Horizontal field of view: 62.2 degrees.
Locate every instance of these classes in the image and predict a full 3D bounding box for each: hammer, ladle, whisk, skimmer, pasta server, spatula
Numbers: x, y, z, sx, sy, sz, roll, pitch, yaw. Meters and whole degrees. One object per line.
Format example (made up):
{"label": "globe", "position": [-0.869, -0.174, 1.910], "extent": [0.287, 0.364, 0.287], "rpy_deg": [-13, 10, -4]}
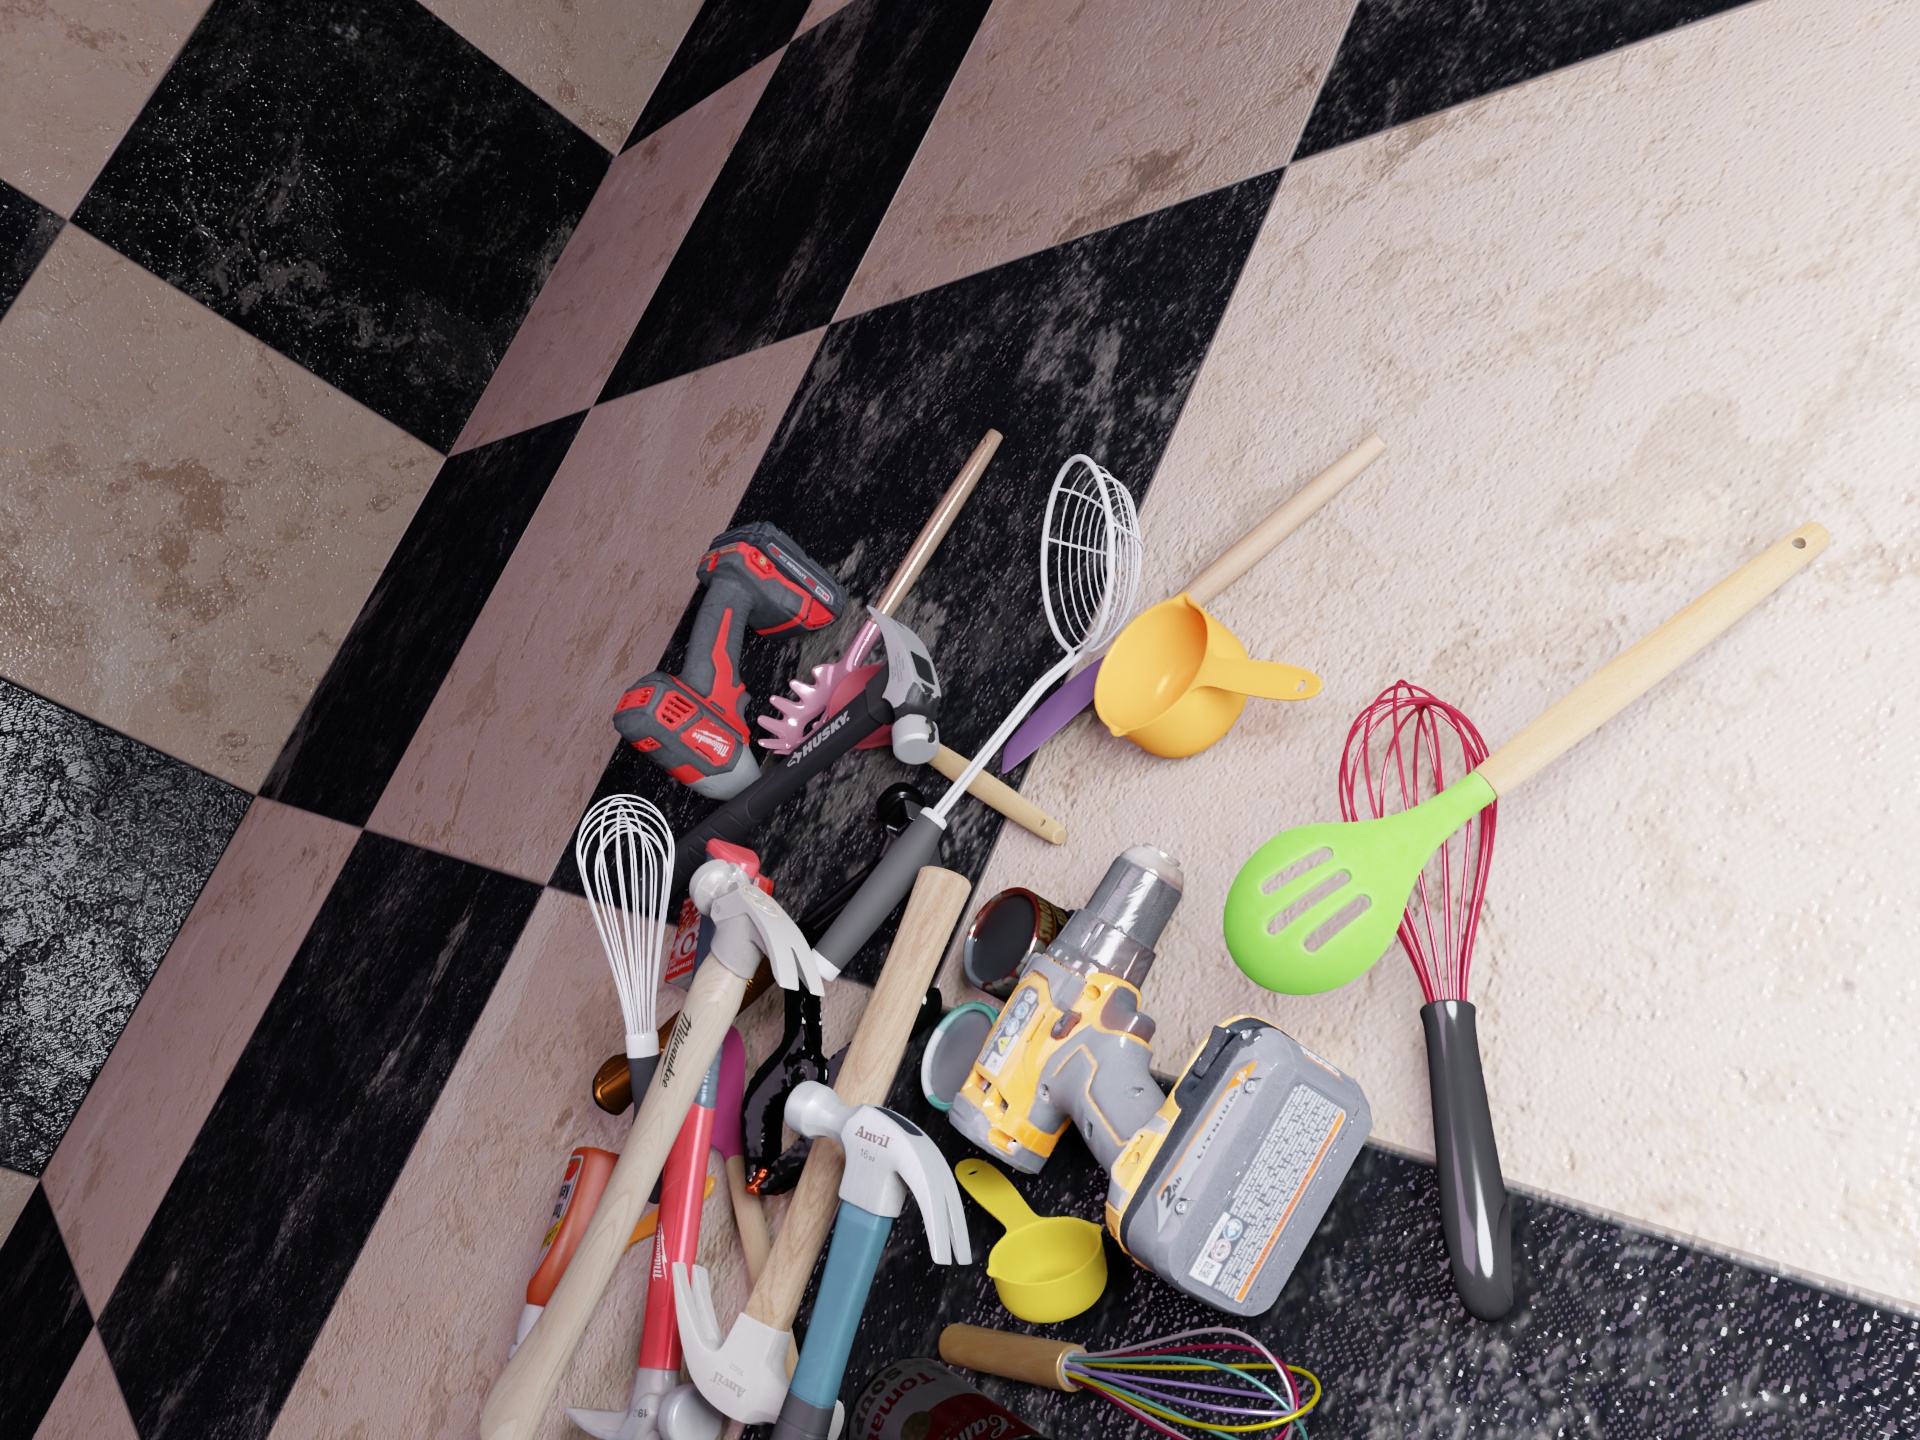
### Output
{"label": "hammer", "position": [-0.186, 0.269, 1.056], "extent": [0.143, 0.038, 0.387], "rpy_deg": [-22, 56, 47]}
{"label": "hammer", "position": [-0.071, 0.241, 0.939], "extent": [0.130, 0.031, 0.331], "rpy_deg": [11, 71, 33]}
{"label": "ladle", "position": [-0.012, 0.025, 1.107], "extent": [0.069, 0.031, 0.316], "rpy_deg": [-54, 33, -3]}
{"label": "whisk", "position": [0.210, 0.108, 0.696], "extent": [0.073, 0.073, 0.296], "rpy_deg": [-28, 47, 39]}
{"label": "skimmer", "position": [-0.002, -0.003, 1.011], "extent": [0.363, 0.090, 0.127], "rpy_deg": [-52, 15, -8]}
{"label": "hammer", "position": [-0.142, 0.184, 1.119], "extent": [0.337, 0.034, 0.127], "rpy_deg": [-40, 34, 20]}
{"label": "hammer", "position": [-0.083, 0.369, 0.835], "extent": [0.128, 0.033, 0.331], "rpy_deg": [11, 81, 37]}
{"label": "whisk", "position": [-0.226, 0.193, 1.109], "extent": [0.070, 0.070, 0.284], "rpy_deg": [-10, 85, 51]}
{"label": "pasta server", "position": [-0.058, -0.103, 1.276], "extent": [0.060, 0.040, 0.316], "rpy_deg": [29, 85, 42]}
{"label": "hammer", "position": [-0.206, 0.298, 1.003], "extent": [0.146, 0.038, 0.410], "rpy_deg": [37, 104, 54]}
{"label": "spatula", "position": [0.137, -0.071, 0.994], "extent": [0.316, 0.018, 0.060], "rpy_deg": [-41, 18, 24]}
{"label": "whisk", "position": [0.070, 0.303, 0.738], "extent": [0.245, 0.051, 0.047], "rpy_deg": [-18, 27, 52]}
{"label": "hammer", "position": [-0.142, 0.047, 1.200], "extent": [0.334, 0.035, 0.146], "rpy_deg": [-38, 41, 29]}

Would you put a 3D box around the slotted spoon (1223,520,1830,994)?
{"label": "slotted spoon", "position": [0.245, 0.011, 0.684], "extent": [0.314, 0.031, 0.070], "rpy_deg": [-36, 65, -1]}

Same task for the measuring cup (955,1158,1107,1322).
{"label": "measuring cup", "position": [0.029, 0.267, 0.829], "extent": [0.062, 0.029, 0.156], "rpy_deg": [-18, 10, -16]}

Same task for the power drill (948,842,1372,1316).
{"label": "power drill", "position": [0.098, 0.163, 0.786], "extent": [0.185, 0.084, 0.226], "rpy_deg": [-59, 27, -6]}

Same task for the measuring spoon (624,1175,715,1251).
{"label": "measuring spoon", "position": [-0.210, 0.343, 1.107], "extent": [0.117, 0.011, 0.021], "rpy_deg": [-38, 36, 29]}

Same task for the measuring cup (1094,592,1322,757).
{"label": "measuring cup", "position": [0.151, -0.017, 0.896], "extent": [0.174, 0.052, 0.095], "rpy_deg": [12, 72, 55]}

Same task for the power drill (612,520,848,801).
{"label": "power drill", "position": [-0.183, -0.042, 1.307], "extent": [0.078, 0.143, 0.220], "rpy_deg": [-12, 46, 44]}

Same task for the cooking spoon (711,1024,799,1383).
{"label": "cooking spoon", "position": [-0.142, 0.308, 1.039], "extent": [0.069, 0.017, 0.319], "rpy_deg": [-45, 32, 9]}
